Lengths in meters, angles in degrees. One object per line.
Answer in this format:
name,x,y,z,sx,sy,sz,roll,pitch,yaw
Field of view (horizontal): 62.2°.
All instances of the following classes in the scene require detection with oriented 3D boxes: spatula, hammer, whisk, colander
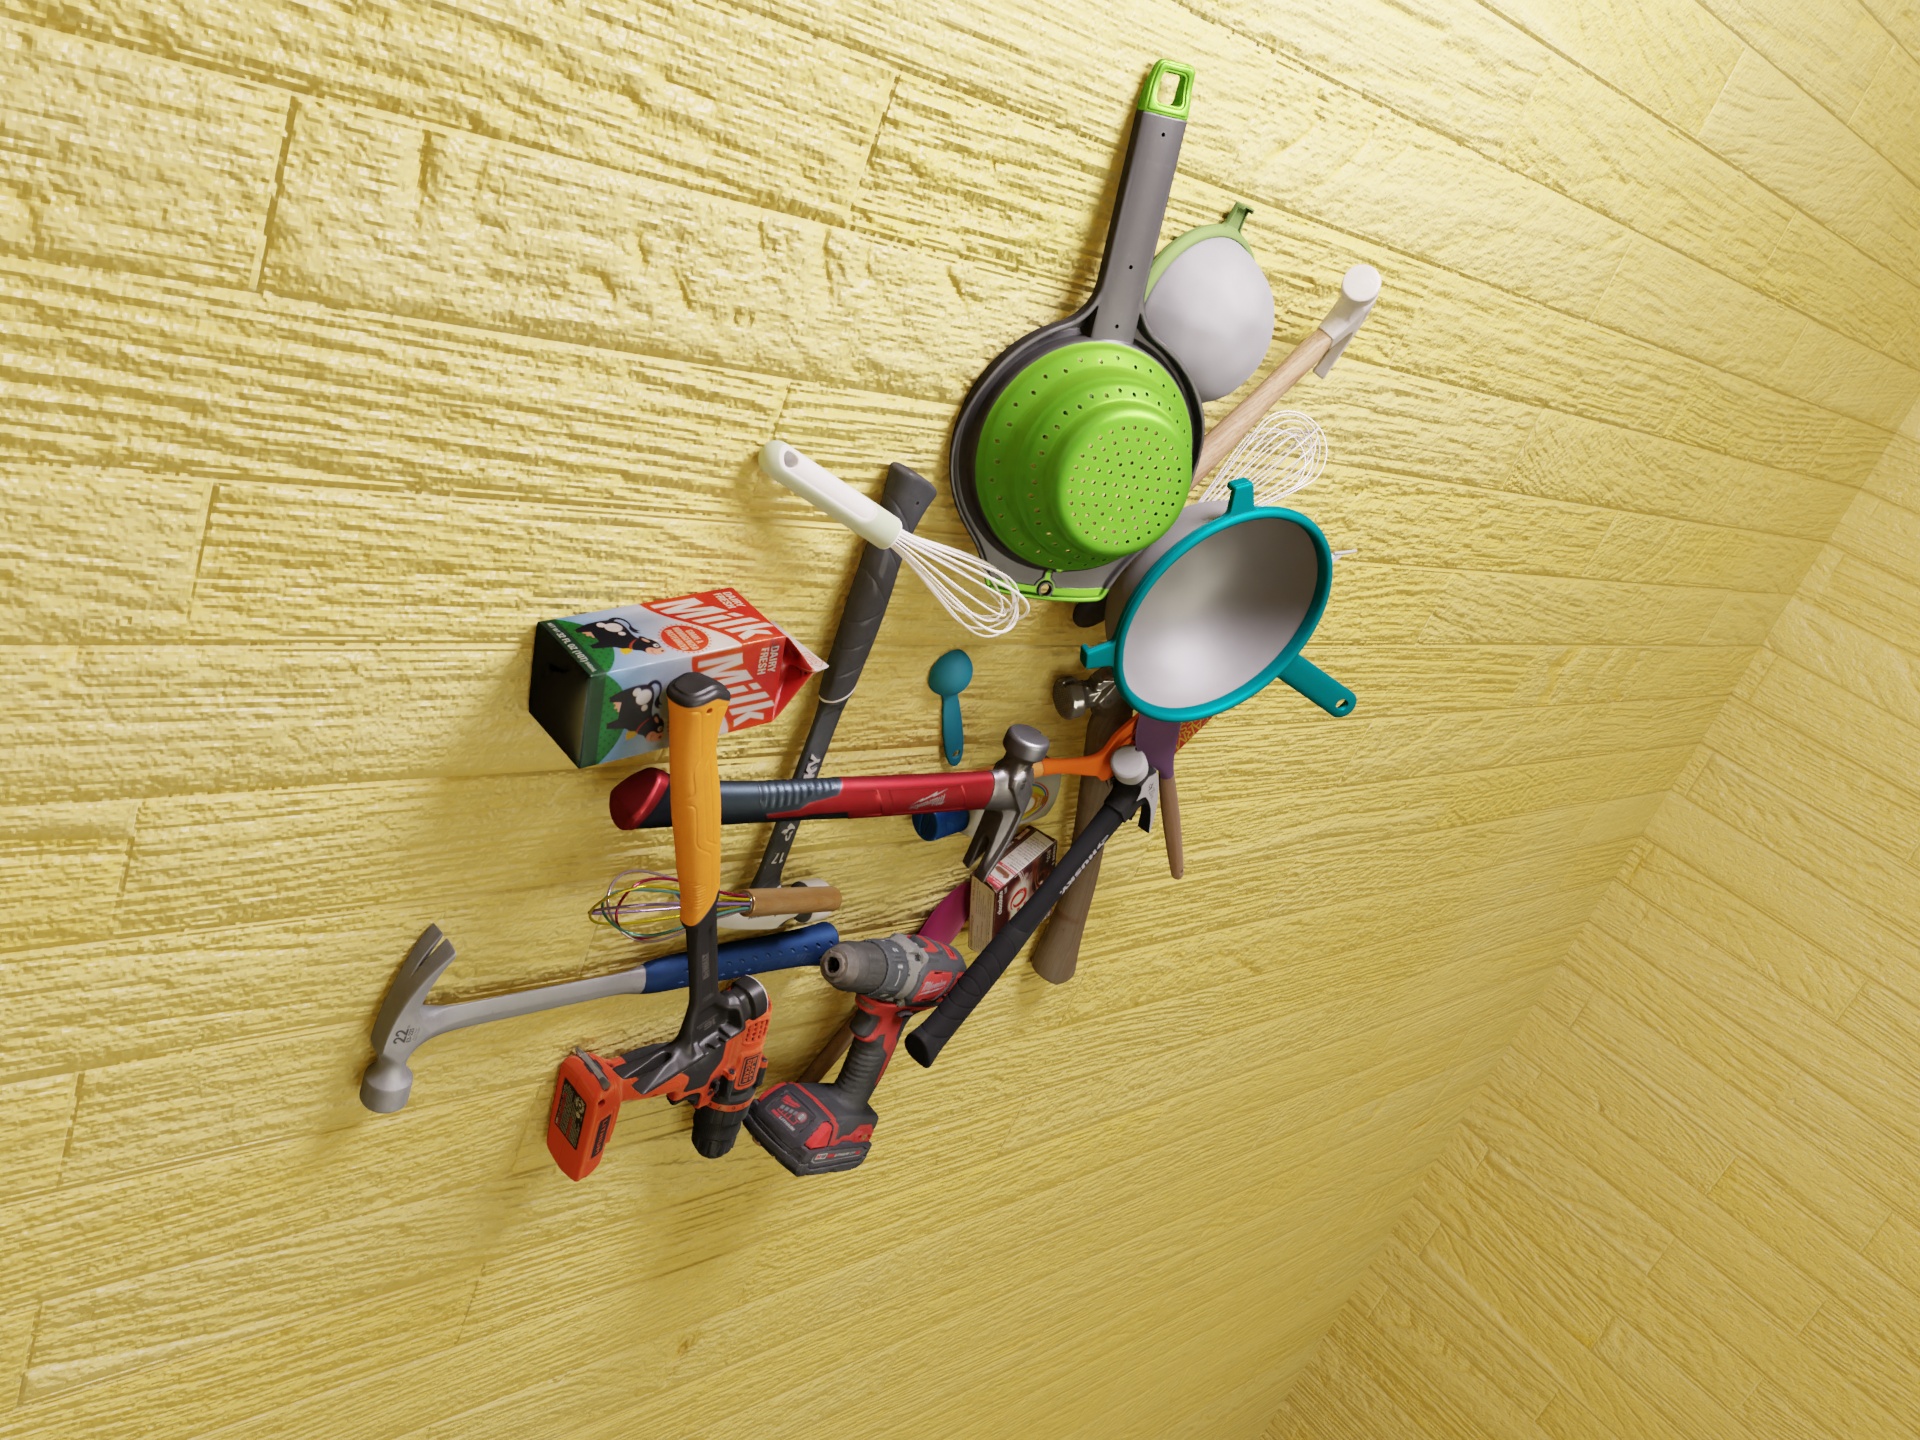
spatula,0.197,0.067,1.520,0.060,0.018,0.315,-41,146,-18
hammer,-0.097,0.072,1.227,0.386,0.038,0.143,-1,122,-42
whisk,-0.177,0.138,1.204,0.244,0.051,0.047,5,112,-50
hammer,0.223,-0.239,1.336,0.331,0.031,0.130,-45,172,3
hammer,-0.187,0.113,1.098,0.127,0.034,0.336,-31,140,-39
colander,0.119,-0.259,1.136,0.204,0.095,0.397,4,112,-22
spatula,0.043,0.039,1.380,0.322,0.041,0.081,-8,134,-25
hammer,0.135,0.109,1.559,0.146,0.038,0.410,-12,134,-23
hammer,-0.105,-0.007,1.215,0.149,0.036,0.408,-3,123,-45
whisk,0.209,-0.171,1.393,0.284,0.070,0.070,-39,144,-8
whisk,-0.043,-0.127,1.115,0.246,0.059,0.058,30,62,-35
hammer,-0.256,0.199,1.233,0.405,0.035,0.144,-4,125,-46
hammer,0.066,0.174,1.432,0.335,0.035,0.146,-50,157,-8

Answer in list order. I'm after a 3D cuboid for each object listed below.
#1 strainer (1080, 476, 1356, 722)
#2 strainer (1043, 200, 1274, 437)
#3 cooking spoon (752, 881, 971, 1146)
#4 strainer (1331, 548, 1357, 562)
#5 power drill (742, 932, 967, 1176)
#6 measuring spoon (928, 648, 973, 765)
strainer,0.239,-0.087,1.379,0.211,0.095,0.340,-49,138,14
strainer,0.159,-0.275,1.227,0.256,0.069,0.151,-37,143,-21
cooking spoon,-0.090,0.276,1.499,0.319,0.017,0.068,-50,150,-1
strainer,0.271,-0.109,1.527,0.258,0.050,0.087,-37,-173,-10
power drill,-0.100,0.287,1.409,0.226,0.080,0.187,-59,149,7
measuring spoon,-0.002,-0.004,1.337,0.042,0.021,0.128,-30,139,-26
